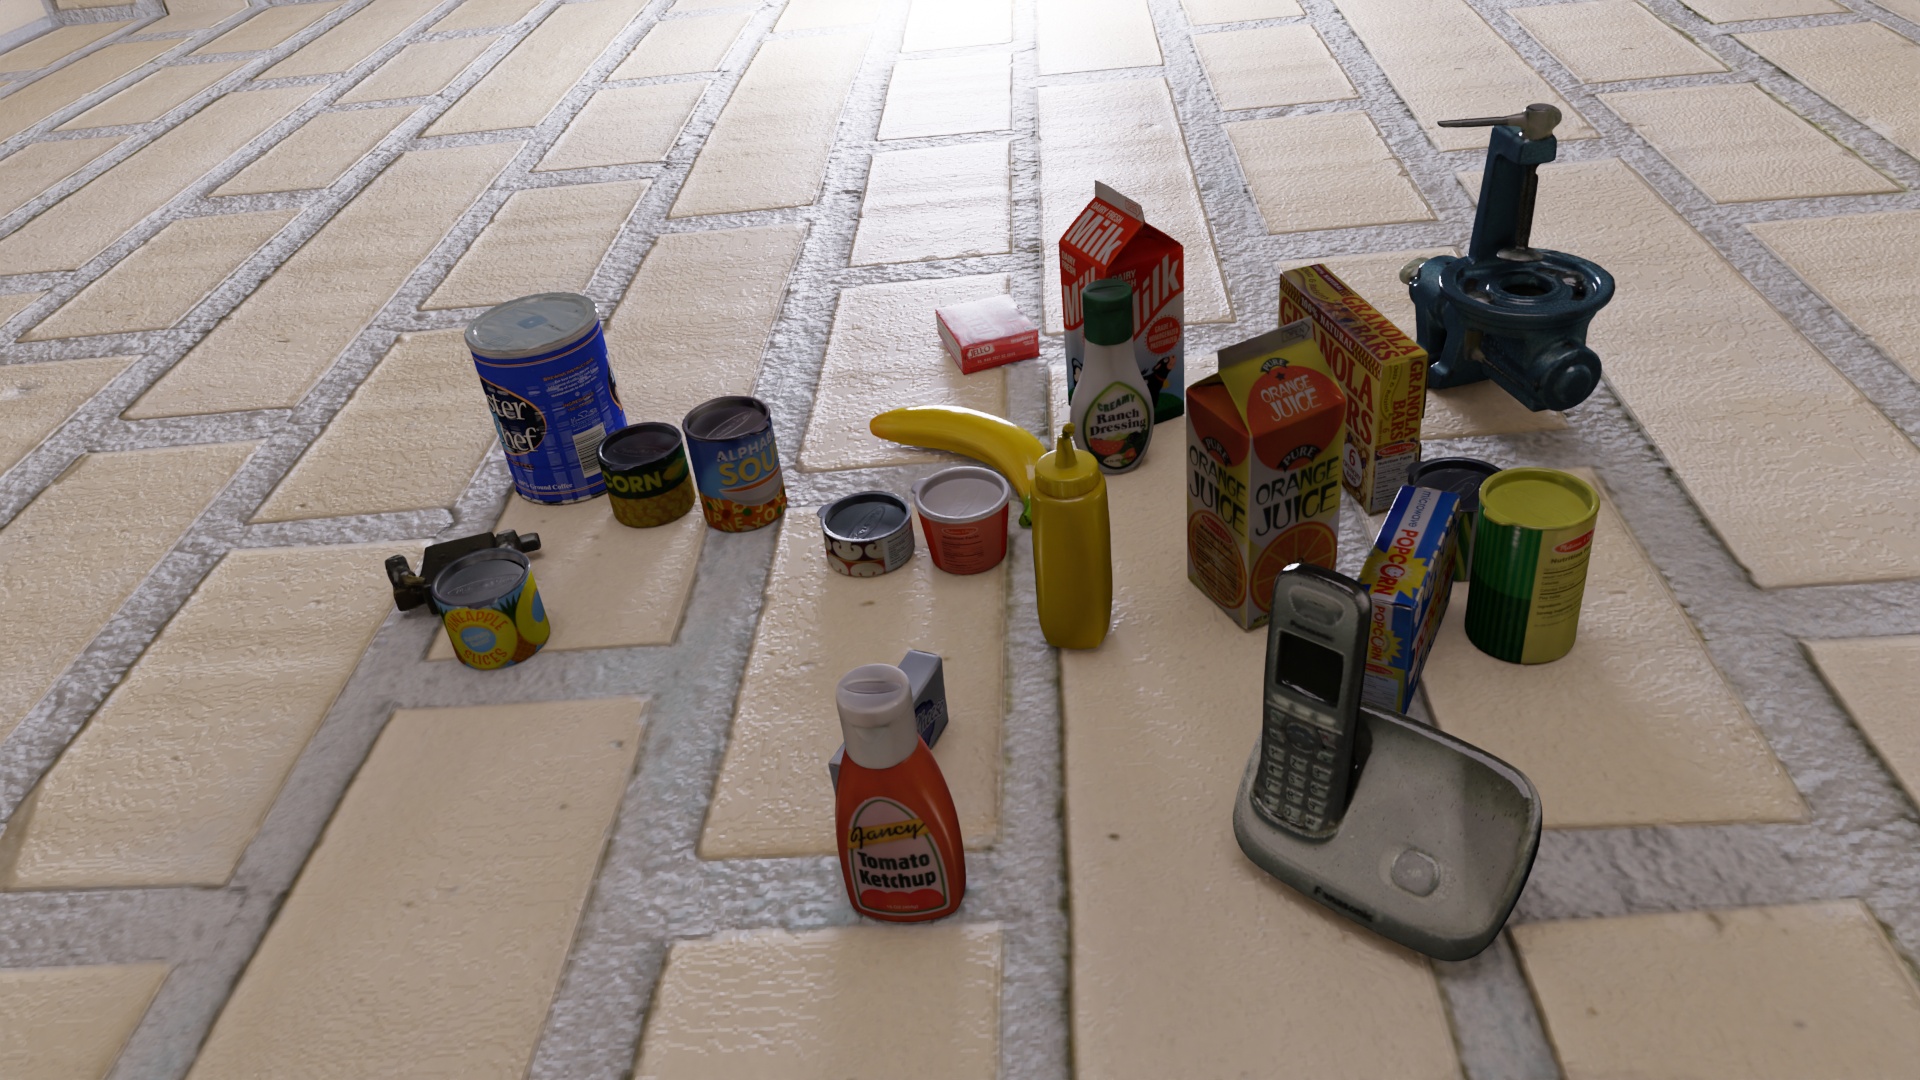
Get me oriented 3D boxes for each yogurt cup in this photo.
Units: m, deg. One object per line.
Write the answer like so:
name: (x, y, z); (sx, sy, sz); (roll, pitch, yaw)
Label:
yogurt cup: (0.004, -0.012, 0.986); (0.072, 0.053, 0.073); (-5, 35, 3)

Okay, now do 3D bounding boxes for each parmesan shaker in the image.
parmesan shaker: (0.342, 0.017, 0.843); (0.071, 0.102, 0.072); (-5, 34, 3)

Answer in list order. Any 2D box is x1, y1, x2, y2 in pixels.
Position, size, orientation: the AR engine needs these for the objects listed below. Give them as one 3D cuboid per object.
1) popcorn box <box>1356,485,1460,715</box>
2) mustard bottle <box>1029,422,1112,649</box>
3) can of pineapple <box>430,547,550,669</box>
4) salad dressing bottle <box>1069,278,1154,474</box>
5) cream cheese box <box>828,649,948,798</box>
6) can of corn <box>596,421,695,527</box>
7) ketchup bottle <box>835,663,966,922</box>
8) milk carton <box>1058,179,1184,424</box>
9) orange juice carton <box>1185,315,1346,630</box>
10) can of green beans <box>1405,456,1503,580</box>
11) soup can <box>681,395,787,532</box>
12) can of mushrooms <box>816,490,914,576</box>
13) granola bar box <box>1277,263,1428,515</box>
popcorn box: (0.269, 0.035, 0.845); (0.038, 0.084, 0.127); (12, 39, 26)
mustard bottle: (0.069, -0.007, 0.874); (0.049, 0.159, 0.066); (1, 35, 11)
can of pineapple: (-0.321, 0.048, 0.951); (0.071, 0.057, 0.071); (-5, 35, 3)
salad dressing bottle: (0.112, -0.122, 1.044); (0.064, 0.146, 0.044); (-10, 34, -5)
cream cheese box: (-0.039, 0.116, 0.808); (0.024, 0.053, 0.104); (10, 38, 23)
can of corn: (-0.244, -0.050, 1.078); (0.071, 0.058, 0.071); (-5, 35, 3)
ketchup bottle: (-0.035, 0.129, 0.705); (0.065, 0.148, 0.044); (-2, 35, 8)
milk carton: (0.127, -0.184, 1.093); (0.073, 0.189, 0.072); (-20, 37, -18)
orange juice carton: (0.191, -0.046, 0.880); (0.072, 0.191, 0.073); (-20, 36, -18)
can of green beans: (0.332, -0.015, 0.930); (0.071, 0.057, 0.071); (-5, 35, 3)
soup can: (-0.168, -0.057, 1.054); (0.071, 0.083, 0.072); (-5, 34, 3)
can of mushrooms: (-0.069, -0.006, 1.006); (0.071, 0.033, 0.071); (-5, 35, 3)
granola bar box: (0.284, -0.115, 1.024); (0.039, 0.123, 0.166); (-12, 35, -8)
